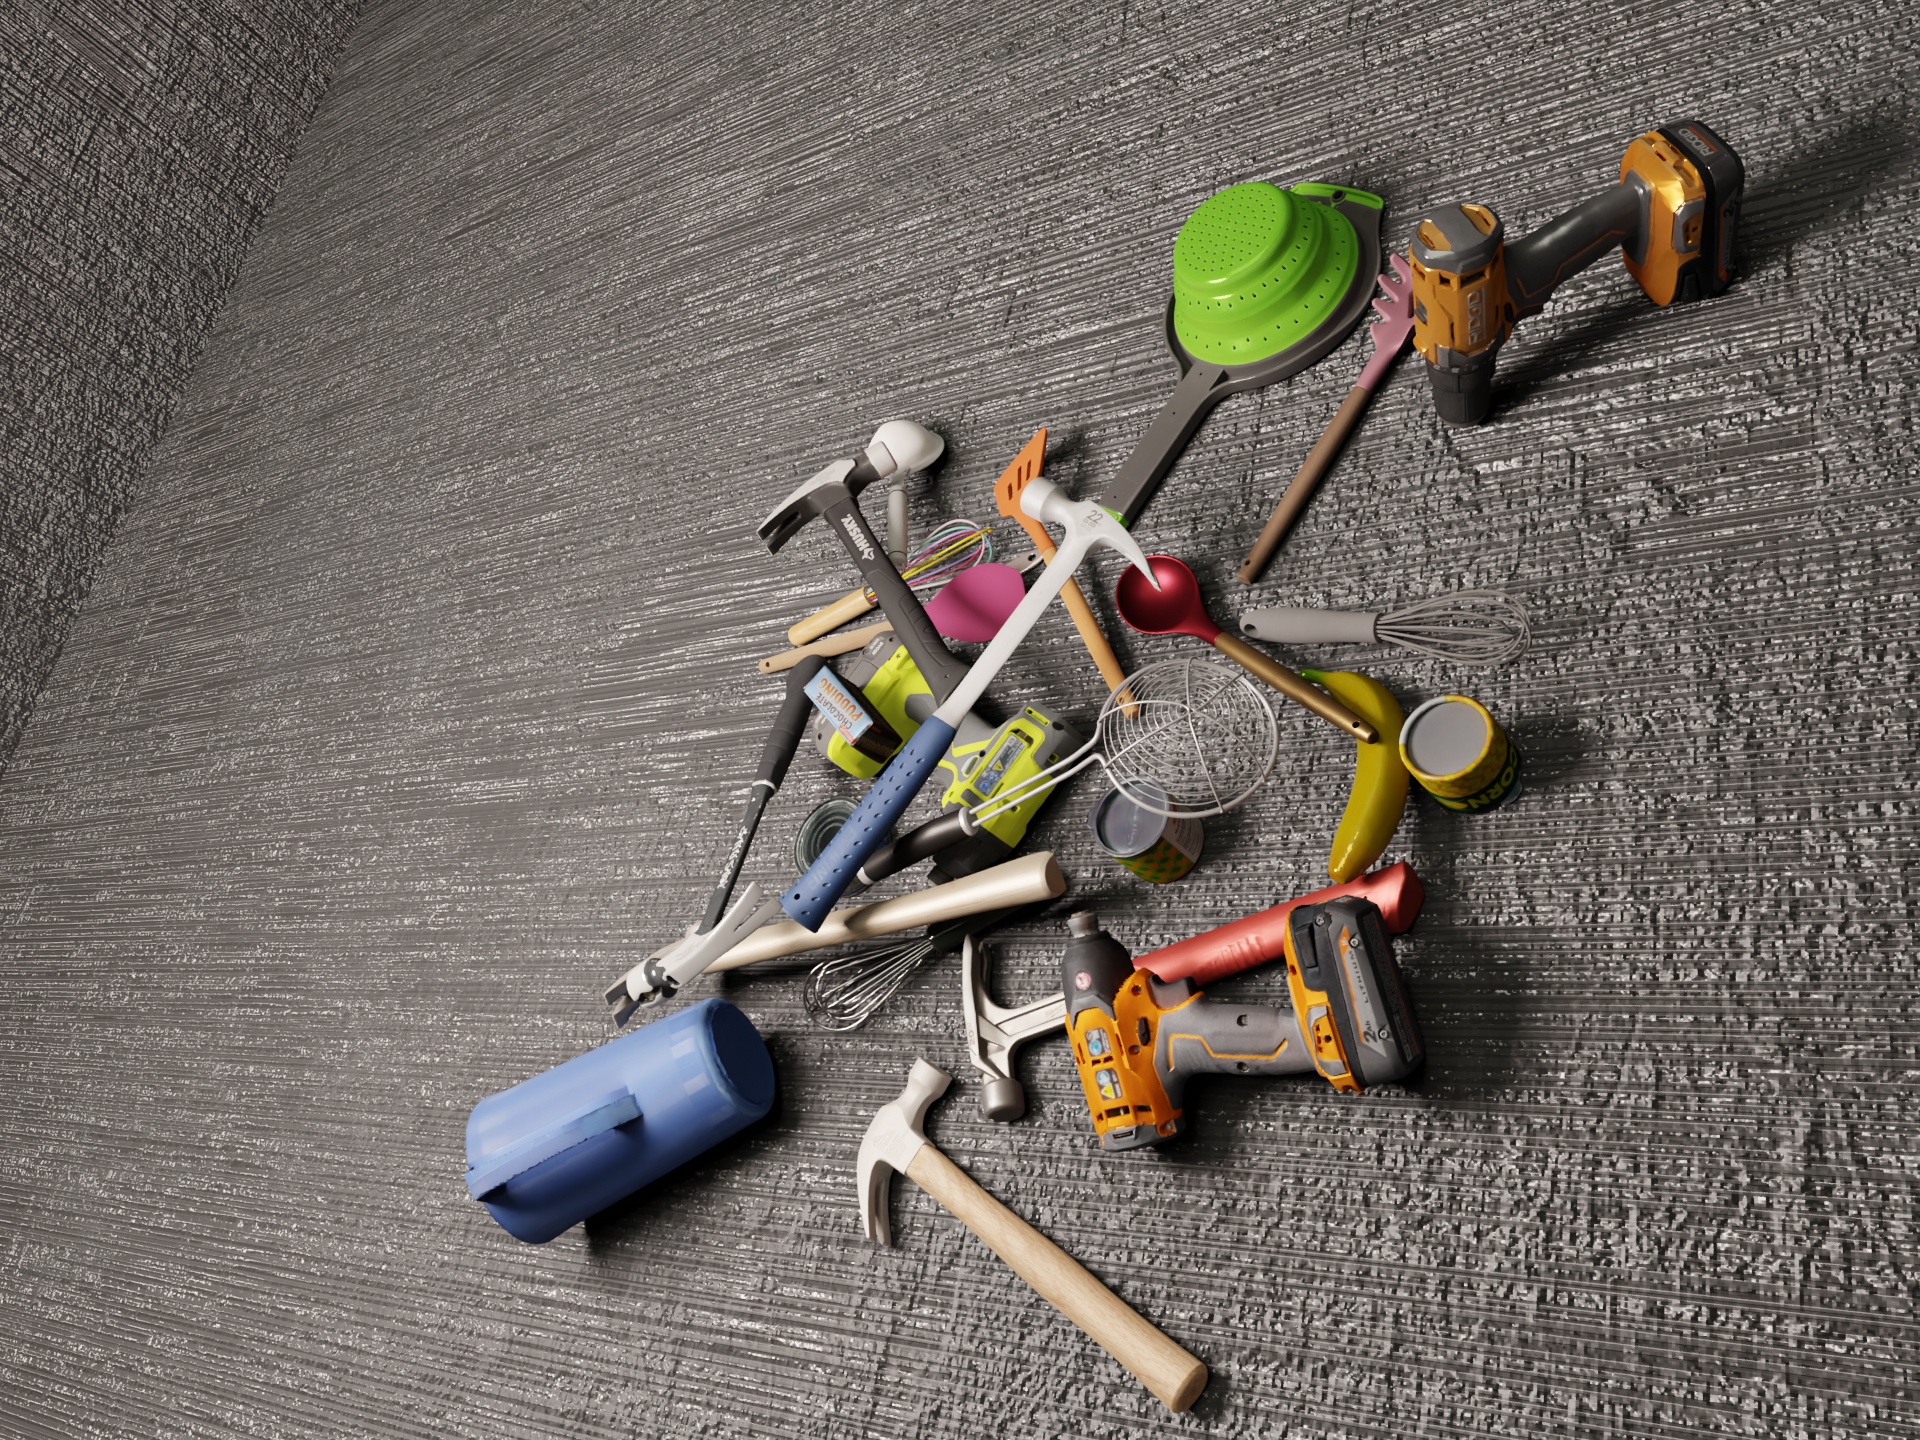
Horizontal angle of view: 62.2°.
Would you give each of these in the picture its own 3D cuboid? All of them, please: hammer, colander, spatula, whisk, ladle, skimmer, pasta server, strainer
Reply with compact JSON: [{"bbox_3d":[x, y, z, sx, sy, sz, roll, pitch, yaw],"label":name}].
[{"bbox_3d":[0.158,0.170,1.153,0.359,0.036,0.149,-25,51,25],"label":"hammer"},{"bbox_3d":[0.206,-0.331,1.380,0.205,0.094,0.397,32,85,45],"label":"colander"},{"bbox_3d":[0.094,-0.127,1.382,0.081,0.041,0.323,-47,50,32],"label":"spatula"},{"bbox_3d":[0.308,-0.071,1.177,0.239,0.055,0.055,5,67,44],"label":"whisk"},{"bbox_3d":[0.216,-0.053,1.222,0.069,0.031,0.316,-52,37,4],"label":"ladle"},{"bbox_3d":[0.070,0.062,1.212,0.363,0.090,0.127,-30,54,37],"label":"skimmer"},{"bbox_3d":[0.308,-0.250,1.292,0.316,0.040,0.060,-58,33,-4],"label":"pasta server"},{"bbox_3d":[0.041,0.373,1.123,0.332,0.031,0.130,28,83,44],"label":"hammer"},{"bbox_3d":[-0.171,0.066,1.368,0.149,0.036,0.409,-35,24,30],"label":"hammer"},{"bbox_3d":[-0.070,-0.118,1.402,0.146,0.035,0.335,-31,48,0],"label":"hammer"},{"bbox_3d":[-0.026,0.182,1.289,0.246,0.058,0.059,-31,83,16],"label":"whisk"},{"bbox_3d":[-0.067,-0.127,1.514,0.245,0.051,0.047,-26,30,29],"label":"whisk"},{"bbox_3d":[-0.059,-0.223,1.525,0.087,0.050,0.259,-10,46,9],"label":"strainer"},{"bbox_3d":[-0.002,-0.004,1.248,0.144,0.035,0.405,33,83,32],"label":"hammer"},{"bbox_3d":[-0.103,0.171,1.275,0.410,0.038,0.146,-17,10,31],"label":"hammer"}]

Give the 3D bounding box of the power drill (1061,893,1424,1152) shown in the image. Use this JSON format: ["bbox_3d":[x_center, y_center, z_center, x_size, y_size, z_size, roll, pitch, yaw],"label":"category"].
[{"bbox_3d":[0.174,0.187,1.062,0.226,0.084,0.164,-20,81,26],"label":"power drill"}]

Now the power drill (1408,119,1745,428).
[{"bbox_3d":[0.440,-0.317,1.163,0.226,0.185,0.084,-21,50,3],"label":"power drill"}]

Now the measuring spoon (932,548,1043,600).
[{"bbox_3d":[0.024,-0.130,1.454,0.124,0.018,0.034,-27,50,22],"label":"measuring spoon"}]

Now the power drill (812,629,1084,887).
[{"bbox_3d":[-0.021,0.030,1.353,0.223,0.080,0.171,36,88,42],"label":"power drill"}]

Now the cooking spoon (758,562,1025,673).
[{"bbox_3d":[-0.071,-0.084,1.490,0.319,0.017,0.069,-14,85,36],"label":"cooking spoon"}]
